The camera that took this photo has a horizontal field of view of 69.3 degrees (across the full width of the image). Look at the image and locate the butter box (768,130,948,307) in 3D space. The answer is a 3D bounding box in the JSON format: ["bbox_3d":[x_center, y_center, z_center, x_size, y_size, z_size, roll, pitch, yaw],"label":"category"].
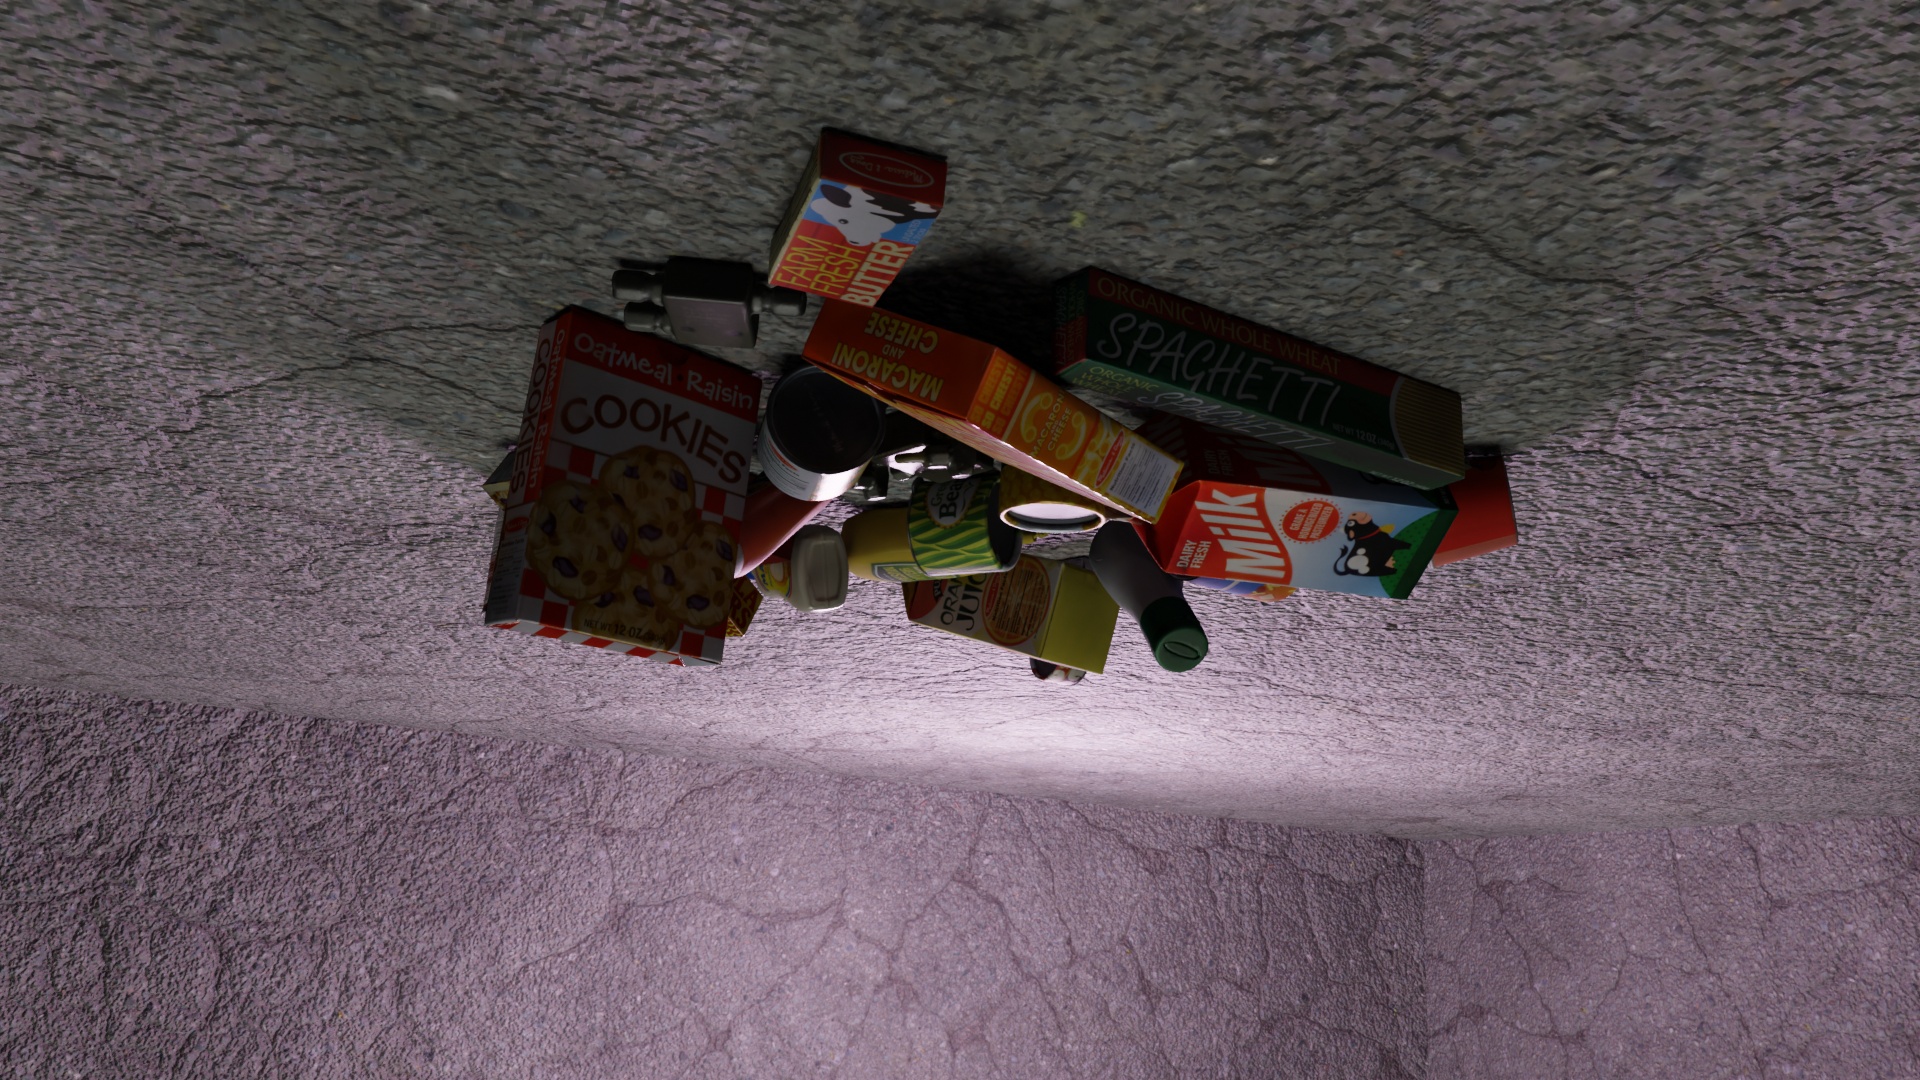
[{"bbox_3d":[-0.046,-0.134,0.593,0.053,0.024,0.103,10,163,-17],"label":"butter box"}]

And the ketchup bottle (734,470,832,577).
[{"bbox_3d":[-0.134,-0.007,0.870,0.064,0.043,0.149,-23,-166,29],"label":"ketchup bottle"}]

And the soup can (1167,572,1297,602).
[{"bbox_3d":[0.184,0.003,0.941,0.084,0.071,0.071,15,161,-34],"label":"soup can"}]

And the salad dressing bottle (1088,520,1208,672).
[{"bbox_3d":[0.130,0.035,0.950,0.064,0.043,0.148,22,-158,-20],"label":"salad dressing bottle"}]

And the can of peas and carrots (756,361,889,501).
[{"bbox_3d":[-0.078,-0.062,0.785,0.071,0.071,0.058,8,164,-12],"label":"can of peas and carrots"}]

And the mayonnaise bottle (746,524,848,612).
[{"bbox_3d":[-0.133,0.018,1.062,0.041,0.064,0.148,-6,-174,-29],"label":"mayonnaise bottle"}]

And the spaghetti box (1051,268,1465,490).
[{"bbox_3d":[0.156,-0.076,0.697,0.250,0.050,0.028,13,160,-27],"label":"spaghetti box"}]

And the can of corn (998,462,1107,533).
[{"bbox_3d":[0.057,-0.041,0.831,0.071,0.058,0.071,4,164,1],"label":"can of corn"}]

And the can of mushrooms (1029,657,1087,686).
[{"bbox_3d":[0.096,0.103,1.314,0.033,0.071,0.071,14,161,-26],"label":"can of mushrooms"}]

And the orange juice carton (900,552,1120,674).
[{"bbox_3d":[0.027,0.045,1.068,0.072,0.073,0.192,19,175,-41],"label":"orange juice carton"}]

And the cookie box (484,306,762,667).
[{"bbox_3d":[-0.176,-0.025,0.750,0.123,0.168,0.040,18,162,-40],"label":"cookie box"}]

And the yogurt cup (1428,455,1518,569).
[{"bbox_3d":[0.303,-0.020,0.837,0.054,0.072,0.072,-10,160,19],"label":"yogurt cup"}]

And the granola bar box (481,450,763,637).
[{"bbox_3d":[-0.231,0.002,0.965,0.124,0.039,0.165,-5,134,33],"label":"granola bar box"}]

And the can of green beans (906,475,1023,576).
[{"bbox_3d":[0.004,-0.010,0.941,0.058,0.071,0.071,-4,162,25],"label":"can of green beans"}]

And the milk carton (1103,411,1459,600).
[{"bbox_3d":[0.171,-0.025,0.790,0.191,0.073,0.073,7,132,-8],"label":"milk carton"}]

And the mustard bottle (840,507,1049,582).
[{"bbox_3d":[-0.009,0.001,1.015,0.160,0.049,0.065,-4,160,28],"label":"mustard bottle"}]

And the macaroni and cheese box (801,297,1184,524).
[{"bbox_3d":[0.019,-0.065,0.704,0.124,0.040,0.166,25,-178,42],"label":"macaroni and cheese box"}]

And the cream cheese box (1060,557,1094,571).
[{"bbox_3d":[0.080,0.037,1.163,0.103,0.024,0.053,-11,159,42],"label":"cream cheese box"}]
